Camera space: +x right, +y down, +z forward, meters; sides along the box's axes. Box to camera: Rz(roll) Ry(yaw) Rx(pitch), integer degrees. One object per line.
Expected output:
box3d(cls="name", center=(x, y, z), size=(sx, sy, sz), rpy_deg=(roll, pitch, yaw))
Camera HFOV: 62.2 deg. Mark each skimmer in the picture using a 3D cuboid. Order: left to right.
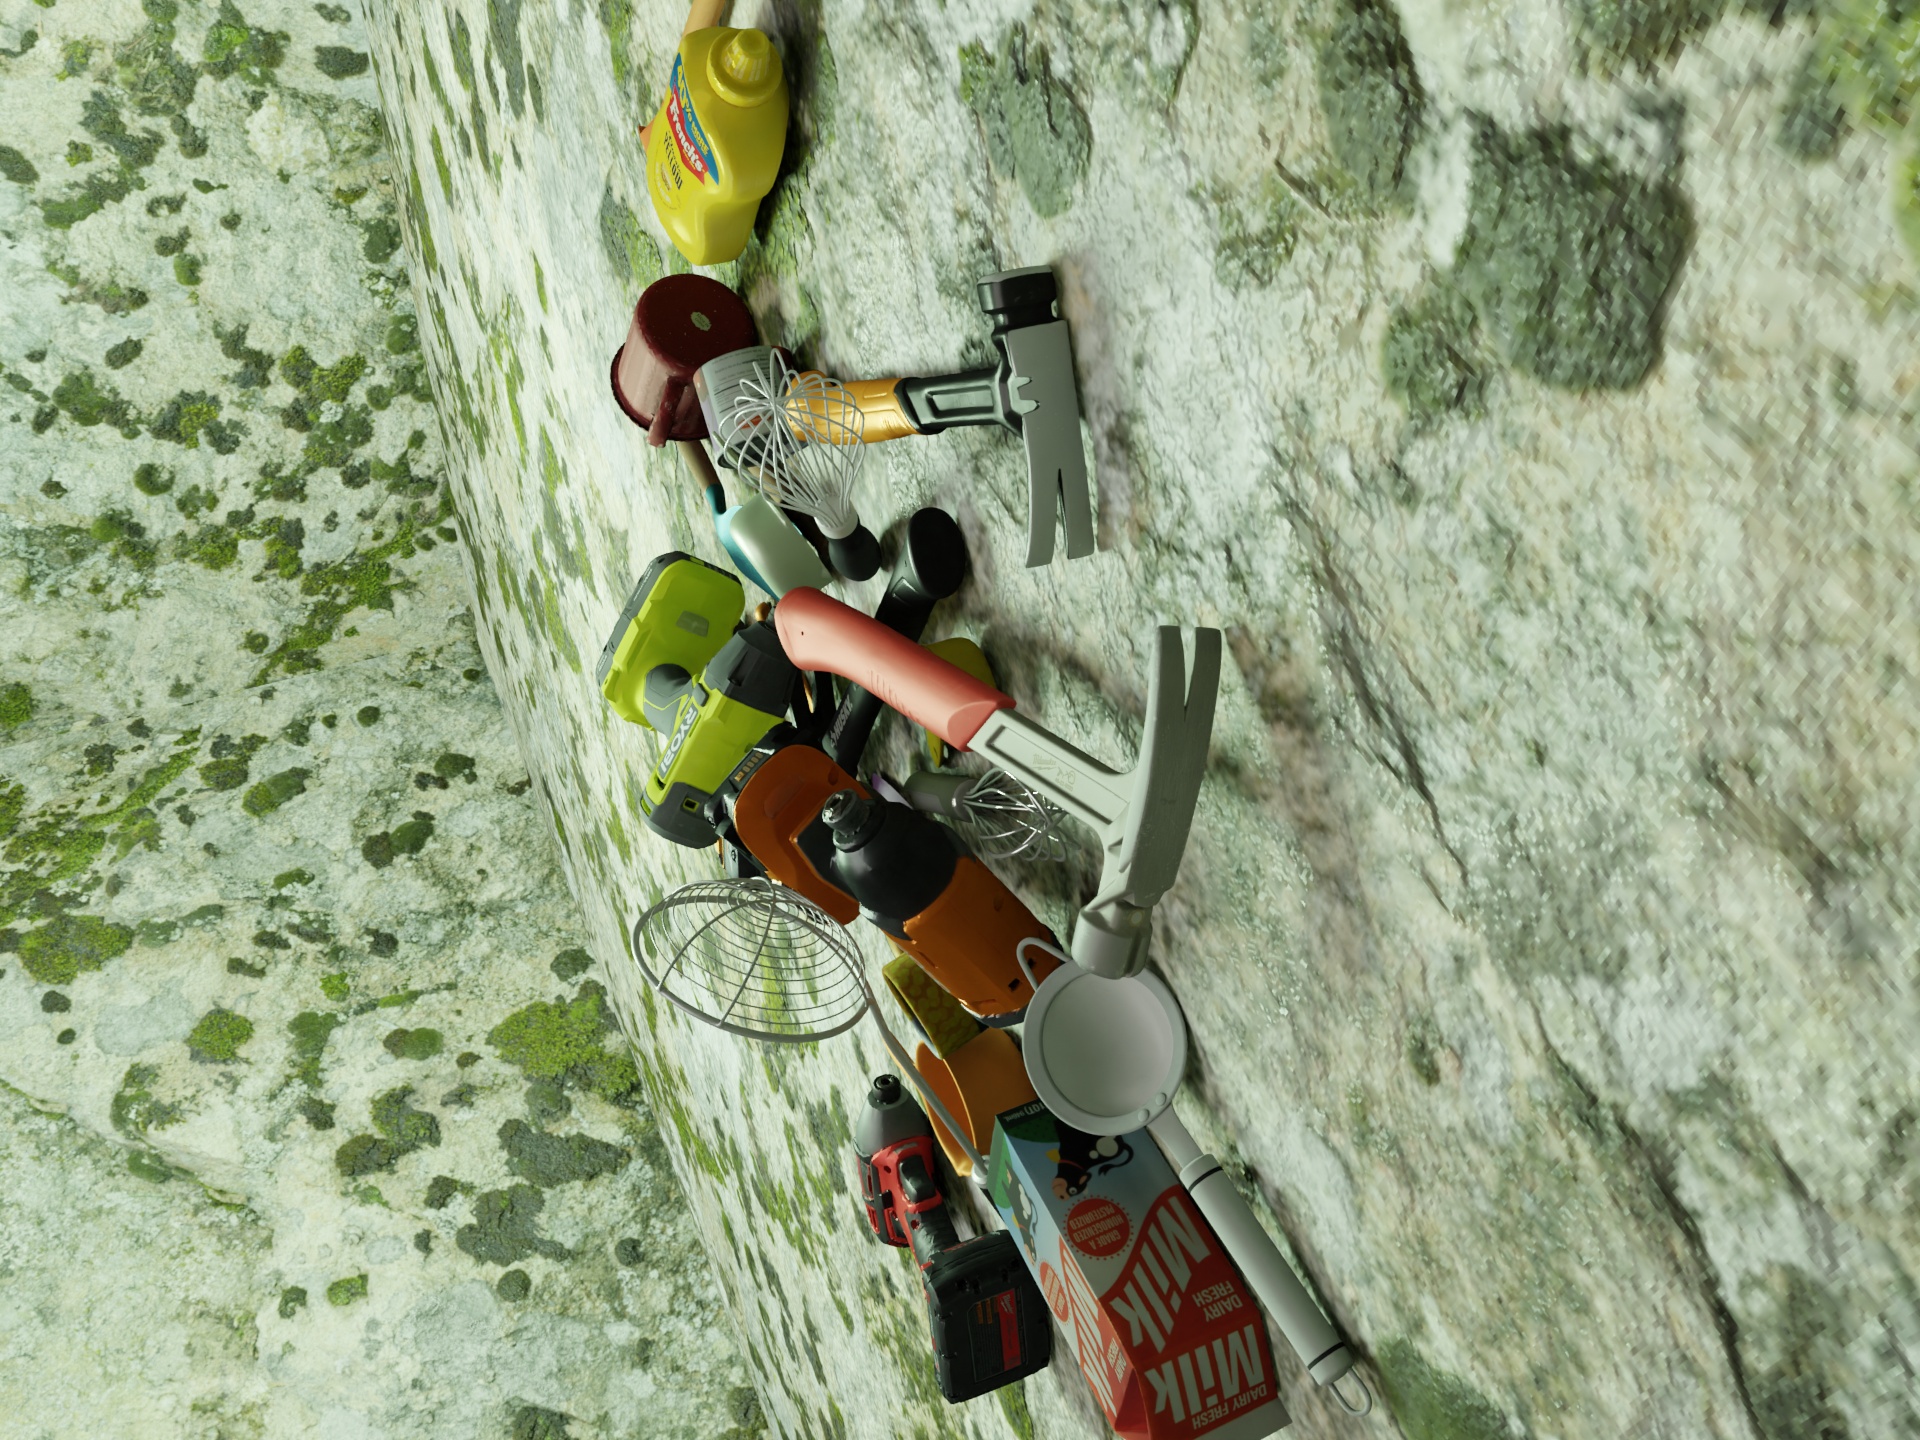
box3d(cls="skimmer", center=(-0.041, 0.225, 0.888), size=(0.363, 0.090, 0.127), rpy_deg=(56, -172, -24))

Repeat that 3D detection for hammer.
box3d(cls="hammer", center=(-0.055, -0.031, 0.980), size=(0.334, 0.035, 0.146), rpy_deg=(120, 136, -61))
box3d(cls="hammer", center=(-0.027, -0.155, 0.826), size=(0.337, 0.034, 0.127), rpy_deg=(-158, 56, -65))
box3d(cls="hammer", center=(-0.004, -0.018, 0.776), size=(0.359, 0.036, 0.149), rpy_deg=(33, 117, 55))

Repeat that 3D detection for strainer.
box3d(cls="strainer", center=(0.107, 0.205, 0.742), size=(0.087, 0.050, 0.259), rpy_deg=(-45, 58, 17))

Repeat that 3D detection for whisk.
box3d(cls="whisk", center=(-0.071, -0.117, 0.843), size=(0.284, 0.070, 0.070), rpy_deg=(66, -176, -79))
box3d(cls="whisk", center=(0.009, 0.045, 0.870), size=(0.057, 0.059, 0.246), rpy_deg=(49, 168, -12))

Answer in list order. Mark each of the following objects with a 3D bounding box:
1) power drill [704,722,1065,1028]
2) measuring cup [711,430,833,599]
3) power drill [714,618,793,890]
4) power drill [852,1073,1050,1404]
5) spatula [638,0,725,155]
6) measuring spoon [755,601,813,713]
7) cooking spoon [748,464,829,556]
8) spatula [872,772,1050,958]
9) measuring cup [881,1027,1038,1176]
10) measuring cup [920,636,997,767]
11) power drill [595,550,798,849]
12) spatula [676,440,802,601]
box3d(cls="power drill", center=(-0.055, 0.073, 0.884), size=(0.164, 0.084, 0.227), rpy_deg=(48, 166, -31))
box3d(cls="measuring cup", center=(-0.134, -0.129, 1.013), size=(0.083, 0.038, 0.167), rpy_deg=(51, 179, 27))
box3d(cls="power drill", center=(-0.167, 0.021, 1.256), size=(0.226, 0.084, 0.185), rpy_deg=(-145, 52, -67))
box3d(cls="power drill", center=(-0.018, 0.359, 1.138), size=(0.220, 0.078, 0.143), rpy_deg=(-136, 36, -58))
box3d(cls="spatula", center=(-0.170, -0.412, 1.020), size=(0.322, 0.041, 0.081), rpy_deg=(-32, 76, 65))
box3d(cls="measuring spoon", center=(-0.134, -0.046, 1.214), size=(0.117, 0.011, 0.021), rpy_deg=(61, 156, 31))
box3d(cls="cooking spoon", center=(-0.155, -0.196, 1.144), size=(0.319, 0.017, 0.068), rpy_deg=(50, 154, 46))
box3d(cls="spatula", center=(0.006, 0.107, 0.961), size=(0.316, 0.018, 0.059), rpy_deg=(-143, 42, -60))
box3d(cls="measuring cup", center=(-0.003, 0.225, 1.026), size=(0.174, 0.052, 0.095), rpy_deg=(-154, 51, -66))
box3d(cls="measuring cup", center=(-0.001, -0.003, 0.901), size=(0.156, 0.029, 0.062), rpy_deg=(101, 148, -73))
box3d(cls="power drill", center=(-0.183, -0.031, 1.131), size=(0.171, 0.080, 0.223), rpy_deg=(-61, 31, 11))
box3d(cls="spatula", center=(-0.185, -0.188, 1.228), size=(0.318, 0.044, 0.082), rpy_deg=(-122, 24, -47))
